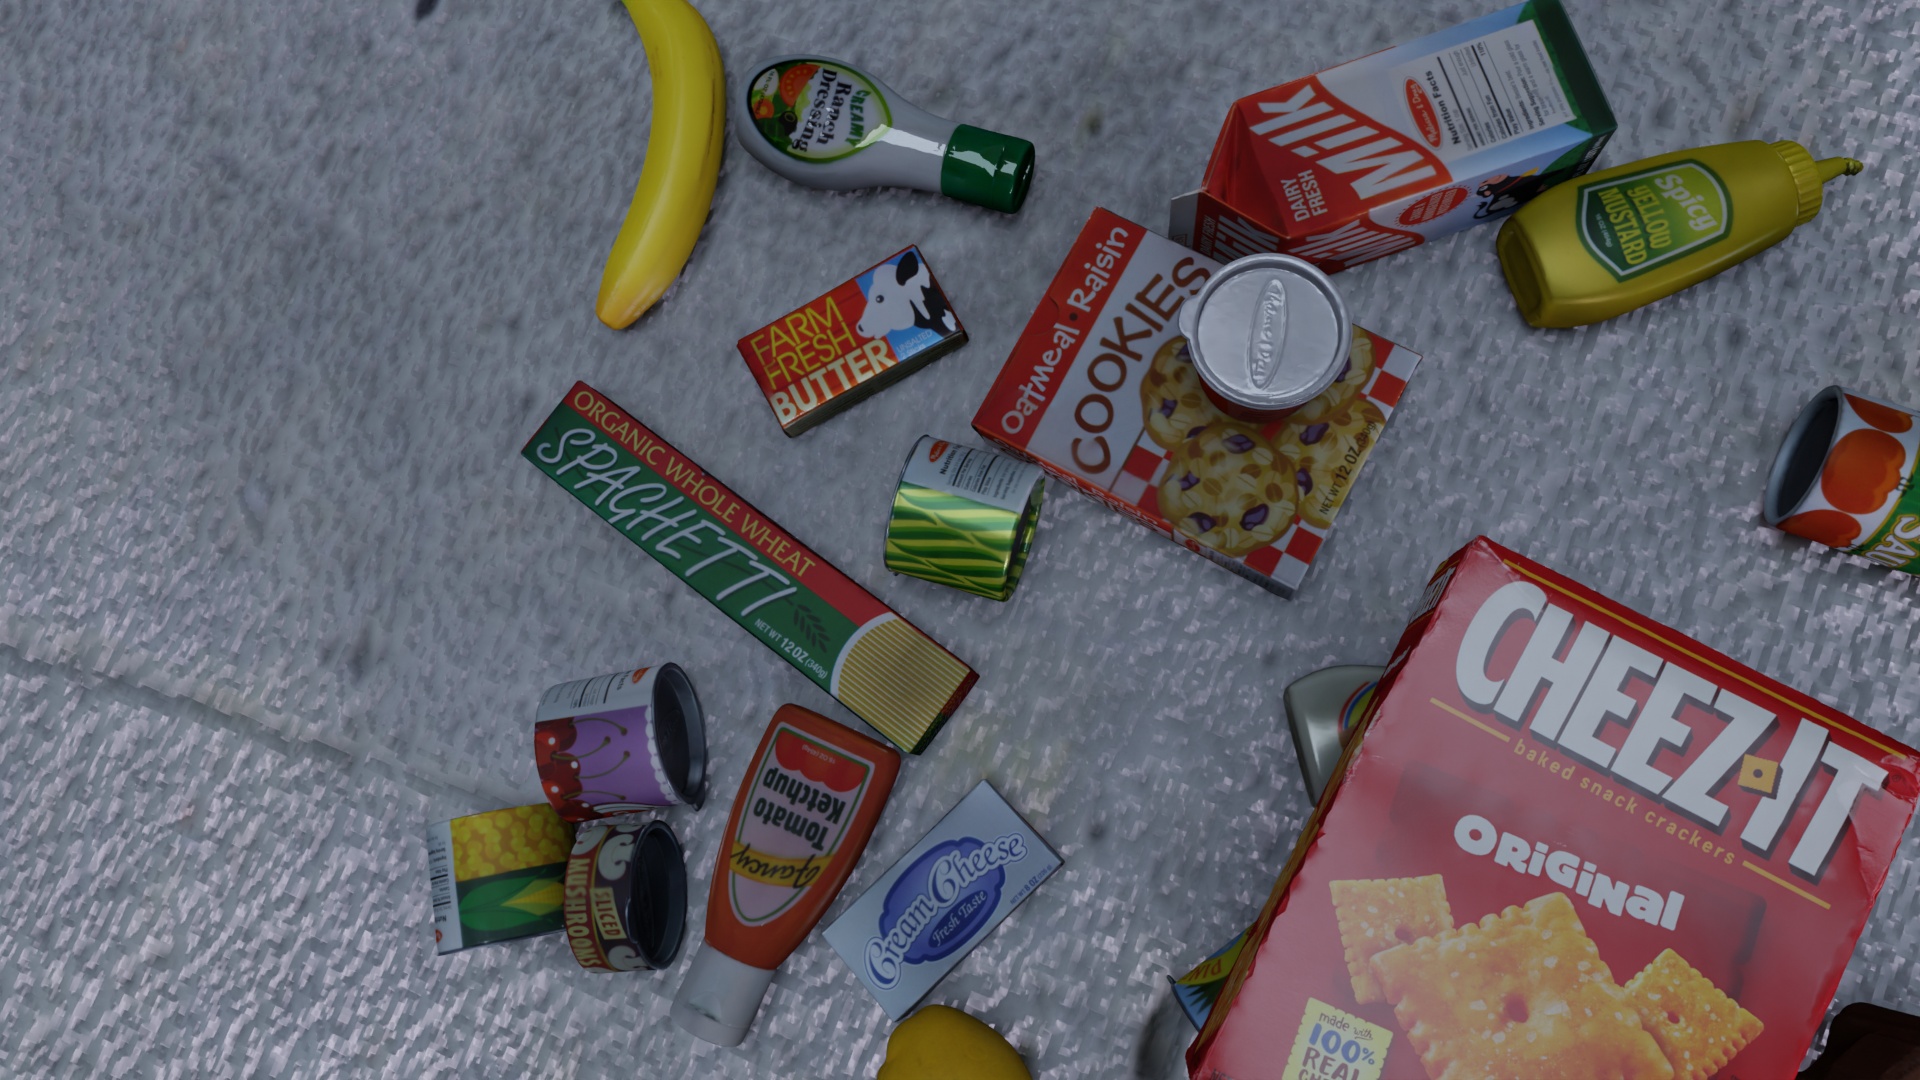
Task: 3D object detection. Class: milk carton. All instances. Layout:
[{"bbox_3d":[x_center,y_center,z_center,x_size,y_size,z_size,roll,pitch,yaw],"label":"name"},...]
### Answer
[{"bbox_3d":[0.188,-0.175,0.644,0.190,0.072,0.073,-18,78,3],"label":"milk carton"}]

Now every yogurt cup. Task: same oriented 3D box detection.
[{"bbox_3d":[0.131,-0.083,0.601,0.072,0.054,0.072,-1,80,7],"label":"yogurt cup"}]

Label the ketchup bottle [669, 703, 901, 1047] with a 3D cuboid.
[{"bbox_3d":[-0.084,0.153,0.634,0.065,0.043,0.149,23,84,11],"label":"ketchup bottle"}]

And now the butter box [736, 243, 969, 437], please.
[{"bbox_3d":[-0.053,-0.098,0.686,0.103,0.024,0.053,-28,78,2],"label":"butter box"}]

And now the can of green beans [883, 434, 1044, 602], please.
[{"bbox_3d":[0.003,-0.010,0.641,0.058,0.071,0.071,16,82,10],"label":"can of green beans"}]

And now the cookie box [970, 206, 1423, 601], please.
[{"bbox_3d":[0.108,-0.066,0.649,0.167,0.040,0.123,28,84,12],"label":"cookie box"}]

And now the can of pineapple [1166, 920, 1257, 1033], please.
[{"bbox_3d":[0.130,0.196,0.584,0.058,0.071,0.071,-37,77,0],"label":"can of pineapple"}]

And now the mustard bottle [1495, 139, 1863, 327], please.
[{"bbox_3d":[0.331,-0.148,0.630,0.160,0.049,0.065,-19,79,4],"label":"mustard bottle"}]

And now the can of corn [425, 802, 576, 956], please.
[{"bbox_3d":[-0.207,0.155,0.640,0.071,0.071,0.058,-12,78,6],"label":"can of corn"}]

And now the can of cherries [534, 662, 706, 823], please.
[{"bbox_3d":[-0.156,0.097,0.643,0.058,0.071,0.071,-11,78,6],"label":"can of cherries"}]

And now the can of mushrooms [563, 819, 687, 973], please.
[{"bbox_3d":[-0.151,0.161,0.627,0.033,0.071,0.071,-6,79,9],"label":"can of mushrooms"}]

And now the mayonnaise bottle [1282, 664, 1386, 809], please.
[{"bbox_3d":[0.221,0.075,0.607,0.148,0.041,0.065,-14,76,6],"label":"mayonnaise bottle"}]

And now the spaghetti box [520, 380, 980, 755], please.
[{"bbox_3d":[-0.105,0.010,0.671,0.250,0.028,0.050,36,85,12],"label":"spaghetti box"}]

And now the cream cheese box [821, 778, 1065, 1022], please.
[{"bbox_3d":[-0.008,0.162,0.631,0.104,0.024,0.053,-44,76,-2],"label":"cream cheese box"}]

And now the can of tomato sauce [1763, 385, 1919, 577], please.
[{"bbox_3d":[0.398,-0.020,0.587,0.083,0.071,0.071,21,83,12],"label":"can of tomato sauce"}]

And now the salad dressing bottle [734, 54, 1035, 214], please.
[{"bbox_3d":[-0.037,-0.200,0.693,0.148,0.044,0.064,18,84,11],"label":"salad dressing bottle"}]
